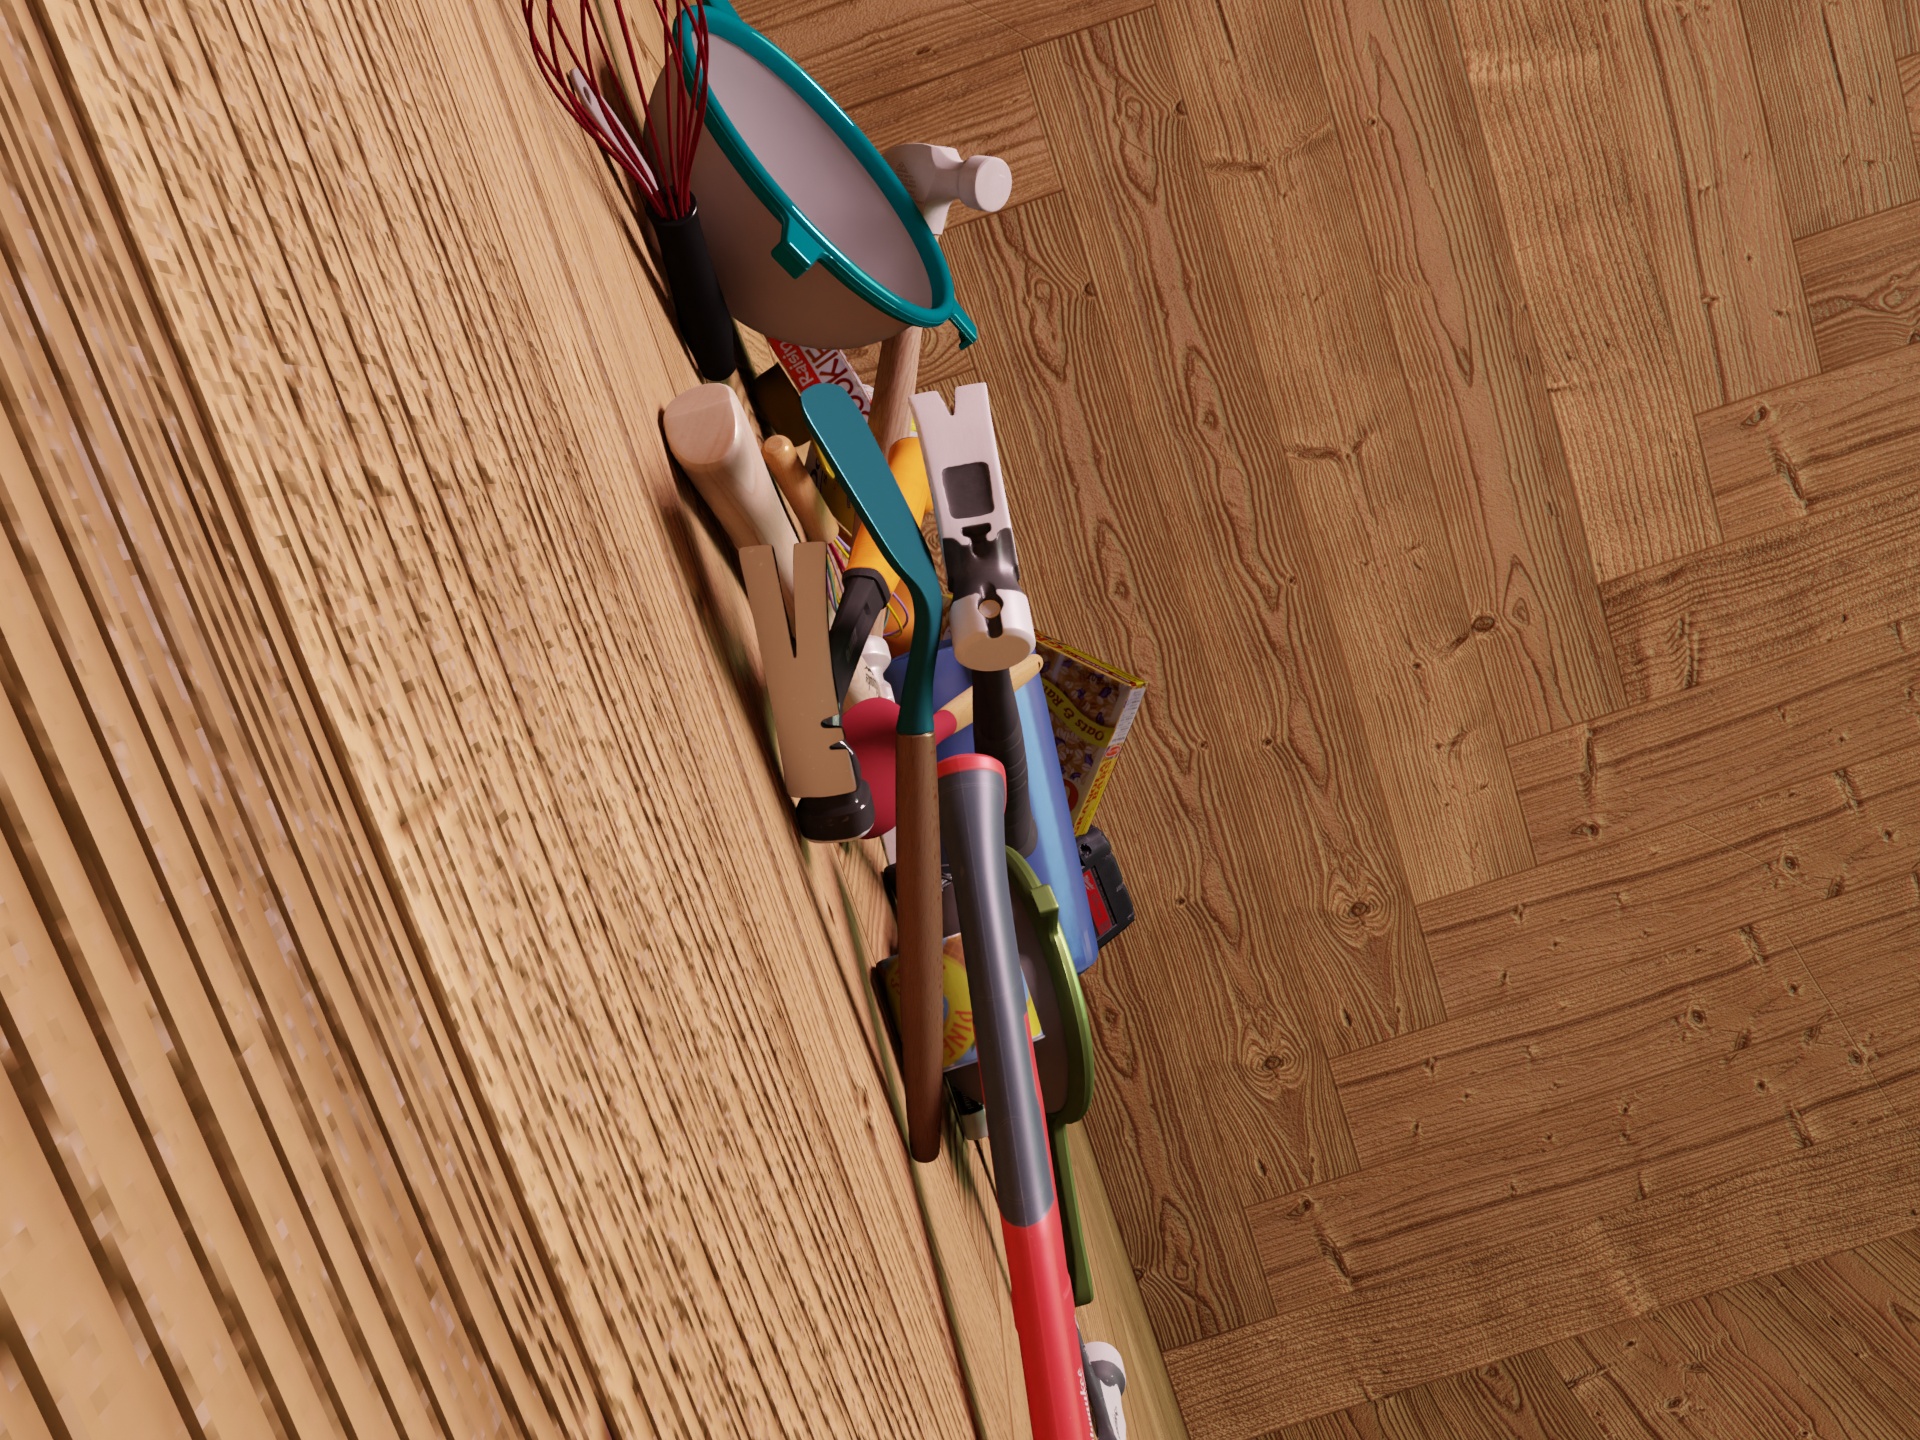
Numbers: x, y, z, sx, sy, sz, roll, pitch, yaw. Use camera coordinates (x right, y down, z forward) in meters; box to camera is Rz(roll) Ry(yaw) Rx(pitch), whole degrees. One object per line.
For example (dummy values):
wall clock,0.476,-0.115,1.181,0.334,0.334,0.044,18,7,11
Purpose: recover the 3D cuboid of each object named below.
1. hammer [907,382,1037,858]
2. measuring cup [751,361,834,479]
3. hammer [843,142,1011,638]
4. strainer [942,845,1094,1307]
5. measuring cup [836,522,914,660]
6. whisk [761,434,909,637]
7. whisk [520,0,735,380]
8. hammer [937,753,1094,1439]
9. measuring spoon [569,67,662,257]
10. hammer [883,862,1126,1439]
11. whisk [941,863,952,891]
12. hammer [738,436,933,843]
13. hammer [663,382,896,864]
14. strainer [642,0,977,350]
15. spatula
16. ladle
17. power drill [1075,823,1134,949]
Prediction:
hammer,0.015,-0.018,0.777,0.334,0.035,0.146,80,0,-61
measuring cup,-0.110,-0.190,1.058,0.062,0.029,0.157,57,5,-35
hammer,-0.047,-0.198,1.025,0.130,0.031,0.331,28,-64,42
strainer,0.020,0.196,0.840,0.151,0.069,0.256,-164,-117,-73
measuring cup,-0.074,-0.096,1.240,0.173,0.052,0.095,43,-13,-32
whisk,-0.092,-0.119,1.113,0.047,0.051,0.244,48,-7,31
whisk,-0.132,-0.240,0.704,0.295,0.073,0.073,86,-13,-68
hammer,0.024,0.186,0.619,0.143,0.038,0.387,66,13,-64
measuring spoon,-0.159,-0.260,0.754,0.124,0.018,0.034,55,23,-62
hammer,0.032,0.269,0.954,0.149,0.036,0.409,-96,167,-79
whisk,0.015,0.191,1.031,0.055,0.055,0.238,-106,-179,-60
hammer,-0.044,-0.080,0.764,0.337,0.034,0.127,-78,161,-63
hammer,-0.072,-0.041,0.817,0.410,0.038,0.146,67,6,-70
strainer,-0.136,-0.333,0.898,0.340,0.095,0.211,60,24,15
spatula,-0.028,0.028,0.628,0.082,0.044,0.317,-61,151,-74
ladle,-0.001,-0.003,0.890,0.315,0.031,0.069,-35,121,-67
power drill,0.026,0.078,1.262,0.227,0.080,0.187,39,-20,45
